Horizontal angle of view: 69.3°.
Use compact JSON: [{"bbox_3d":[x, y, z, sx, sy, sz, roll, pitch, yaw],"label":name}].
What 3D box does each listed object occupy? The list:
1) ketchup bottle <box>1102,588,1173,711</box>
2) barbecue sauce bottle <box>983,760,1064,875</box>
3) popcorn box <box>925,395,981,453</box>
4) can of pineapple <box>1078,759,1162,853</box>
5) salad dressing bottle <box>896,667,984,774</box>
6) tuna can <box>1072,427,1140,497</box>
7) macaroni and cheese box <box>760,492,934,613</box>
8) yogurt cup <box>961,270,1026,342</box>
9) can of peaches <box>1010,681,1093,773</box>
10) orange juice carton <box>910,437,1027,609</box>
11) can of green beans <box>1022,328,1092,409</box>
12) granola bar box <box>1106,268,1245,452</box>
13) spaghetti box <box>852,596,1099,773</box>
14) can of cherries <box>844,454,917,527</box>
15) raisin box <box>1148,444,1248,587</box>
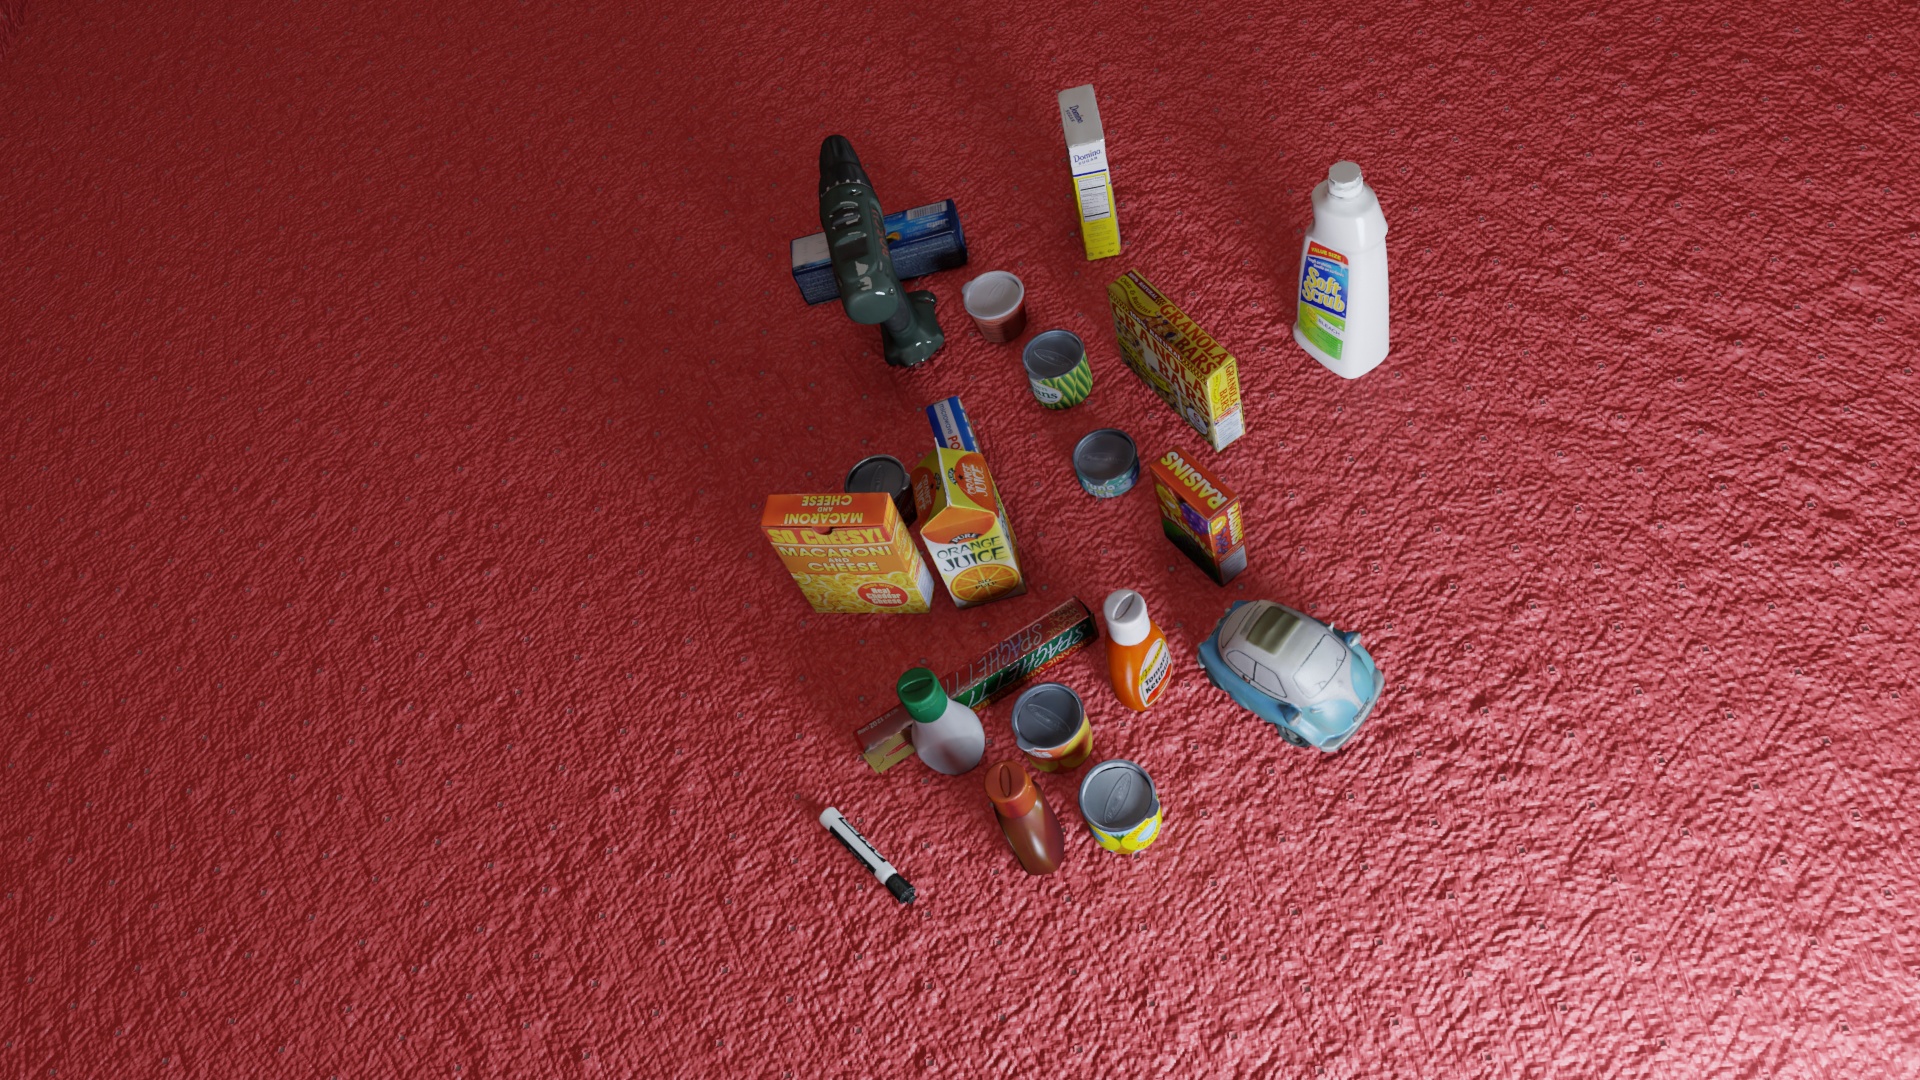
[{"bbox_3d":[0.154,0.094,1.229,0.043,0.148,0.065,25,68,28],"label":"ketchup bottle"},{"bbox_3d":[0.054,0.230,1.170,0.043,0.148,0.065,-12,56,9],"label":"barbecue sauce bottle"},{"bbox_3d":[0.006,-0.074,1.418,0.038,0.085,0.127,-20,55,3],"label":"popcorn box"},{"bbox_3d":[0.140,0.232,1.200,0.071,0.057,0.071,-7,57,11],"label":"can of pineapple"},{"bbox_3d":[-0.019,0.161,1.236,0.064,0.147,0.044,-19,55,4],"label":"salad dressing bottle"},{"bbox_3d":[0.148,-0.077,1.411,0.071,0.032,0.071,-7,57,11],"label":"tuna can"},{"bbox_3d":[-0.106,0.015,1.343,0.124,0.165,0.040,-1,58,16],"label":"macaroni and cheese box"},{"bbox_3d":[0.042,-0.257,1.545,0.072,0.053,0.073,-7,57,11],"label":"yogurt cup"},{"bbox_3d":[0.082,0.172,1.255,0.071,0.057,0.071,-7,57,11],"label":"can of peaches"},{"bbox_3d":[0.005,-0.017,1.316,0.073,0.192,0.072,-15,56,7],"label":"orange juice carton"},{"bbox_3d":[0.103,-0.181,1.477,0.071,0.057,0.071,-7,57,11],"label":"can of green beans"},{"bbox_3d":[0.218,-0.183,1.404,0.039,0.123,0.166,-35,56,-7],"label":"granola bar box"},{"bbox_3d":[0.017,0.135,1.302,0.250,0.050,0.029,-31,55,-5],"label":"spaghetti box"},{"bbox_3d":[-0.078,-0.046,1.441,0.071,0.058,0.072,-7,57,11],"label":"can of cherries"},{"bbox_3d":[0.223,-0.022,1.300,0.040,0.123,0.086,-37,56,-8],"label":"raisin box"}]
